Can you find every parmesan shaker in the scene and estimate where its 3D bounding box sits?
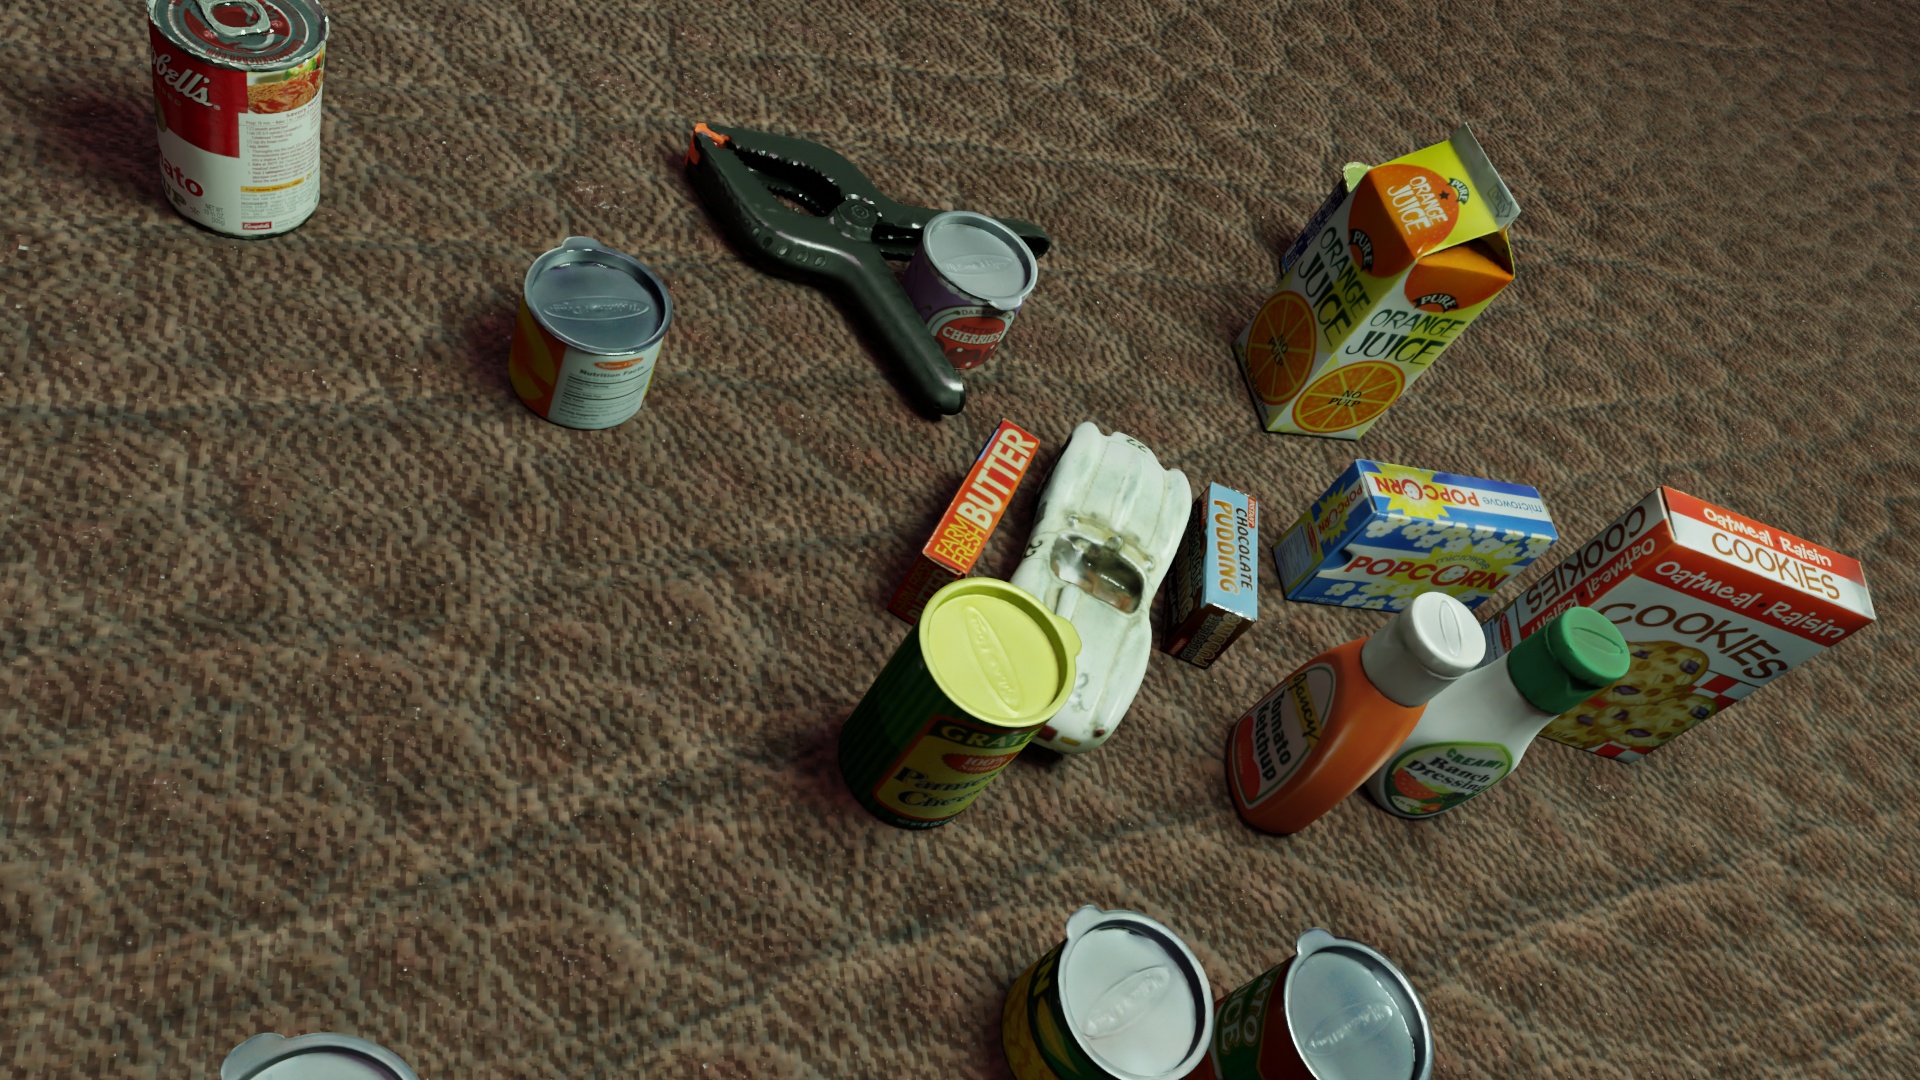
[{"bbox_3d":[-0.001,0.070,0.577,0.071,0.102,0.071,14,51,-17],"label":"parmesan shaker"}]

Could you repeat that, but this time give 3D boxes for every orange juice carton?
[{"bbox_3d":[0.244,-0.145,0.801,0.073,0.191,0.072,3,55,-25],"label":"orange juice carton"}]

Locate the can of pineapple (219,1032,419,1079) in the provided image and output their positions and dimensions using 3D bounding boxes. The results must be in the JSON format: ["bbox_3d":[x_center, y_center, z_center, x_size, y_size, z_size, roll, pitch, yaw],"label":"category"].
[{"bbox_3d":[-0.197,0.189,0.421,0.071,0.057,0.071,14,51,-17],"label":"can of pineapple"}]

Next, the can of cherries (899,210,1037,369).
[{"bbox_3d":[0.001,-0.135,0.762,0.071,0.058,0.072,14,51,-17],"label":"can of cherries"}]

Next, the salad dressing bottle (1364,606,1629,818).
[{"bbox_3d":[0.252,0.084,0.663,0.064,0.147,0.044,20,49,-12],"label":"salad dressing bottle"}]

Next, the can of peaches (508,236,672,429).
[{"bbox_3d":[-0.173,-0.096,0.646,0.071,0.057,0.071,14,51,-17],"label":"can of peaches"}]

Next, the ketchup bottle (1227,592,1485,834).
[{"bbox_3d":[0.176,0.077,0.630,0.043,0.148,0.065,15,51,-16],"label":"ketchup bottle"}]

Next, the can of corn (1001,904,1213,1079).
[{"bbox_3d":[0.055,0.186,0.548,0.071,0.058,0.071,14,51,-17],"label":"can of corn"}]

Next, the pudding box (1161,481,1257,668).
[{"bbox_3d":[0.130,0.017,0.718,0.030,0.049,0.084,21,49,-11],"label":"pudding box"}]

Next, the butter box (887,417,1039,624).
[{"bbox_3d":[0.002,-0.008,0.671,0.024,0.052,0.104,32,48,-2],"label":"butter box"}]

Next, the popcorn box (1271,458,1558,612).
[{"bbox_3d":[0.249,0.002,0.765,0.127,0.084,0.038,7,53,-22],"label":"popcorn box"}]

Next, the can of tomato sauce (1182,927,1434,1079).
[{"bbox_3d":[0.135,0.204,0.558,0.071,0.082,0.071,14,51,-17],"label":"can of tomato sauce"}]

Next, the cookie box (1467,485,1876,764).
[{"bbox_3d":[0.359,0.049,0.729,0.123,0.166,0.040,18,50,-13],"label":"cookie box"}]
